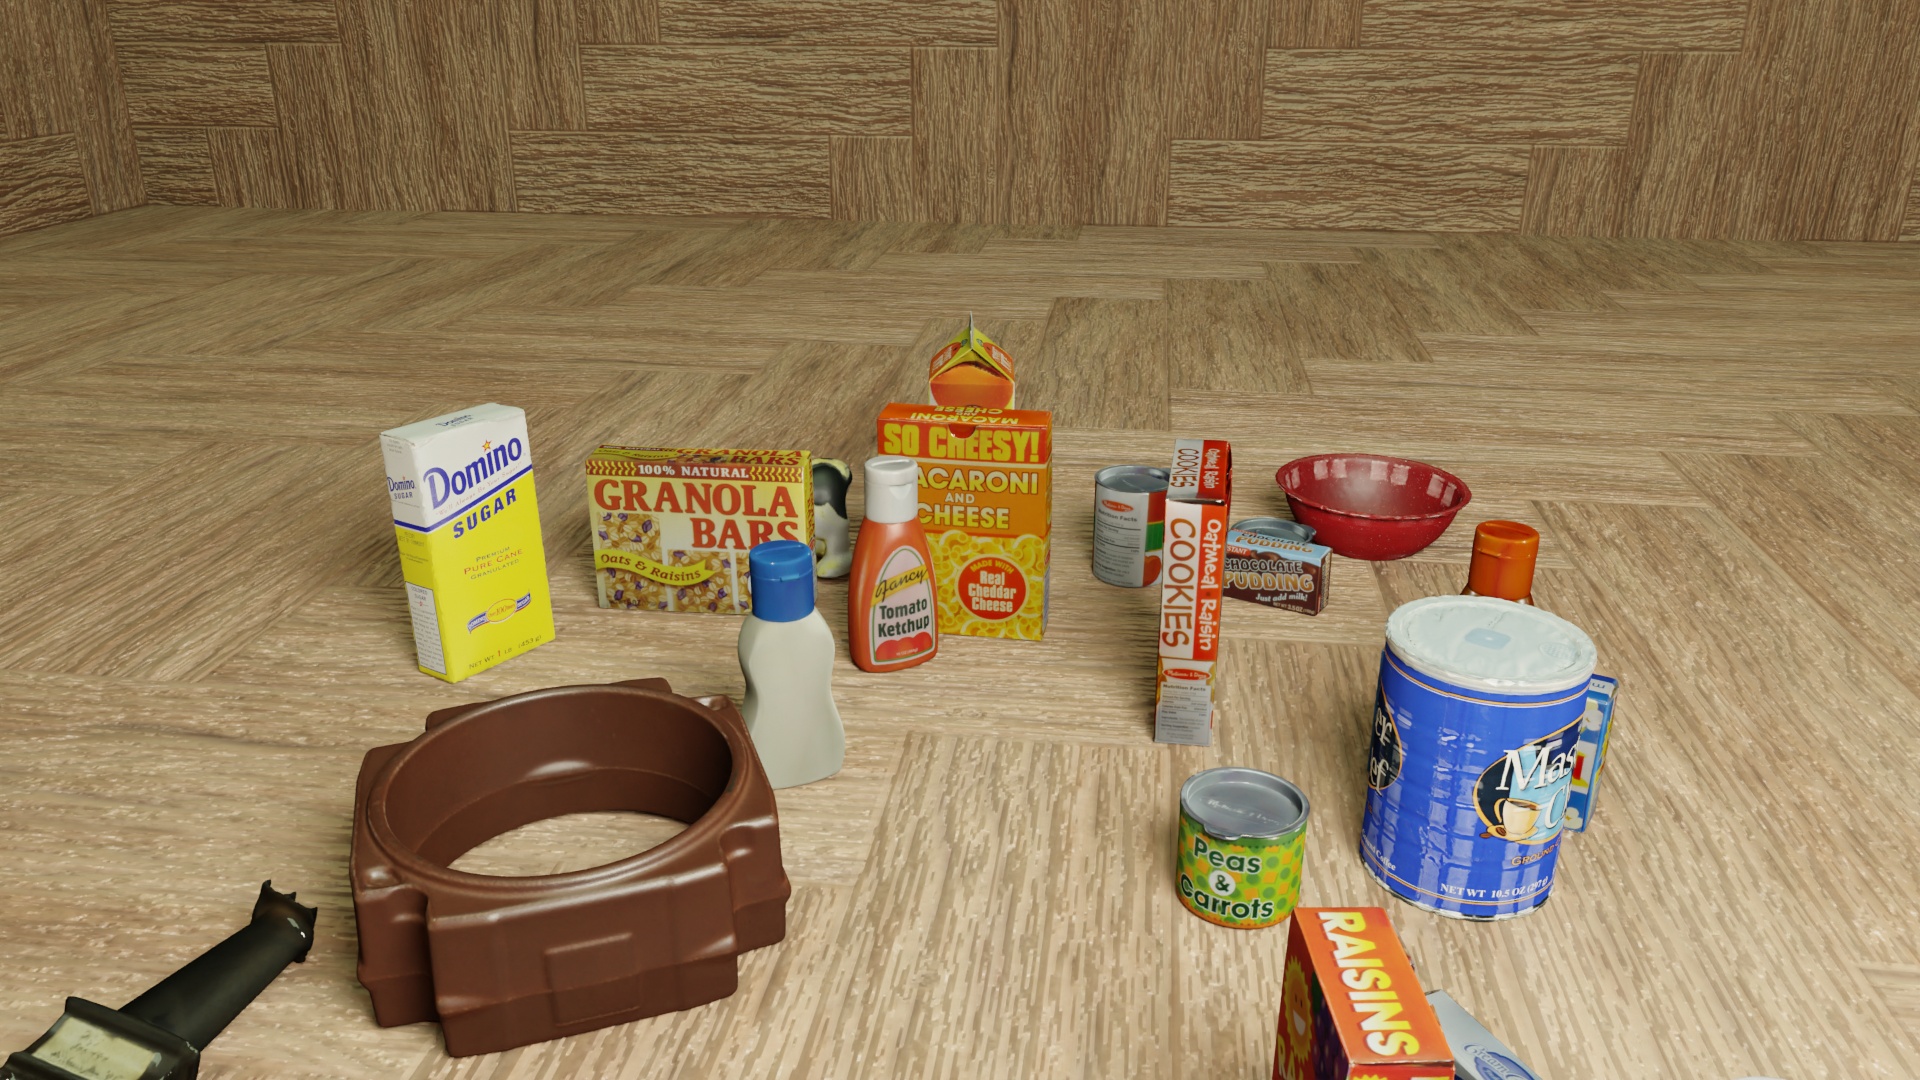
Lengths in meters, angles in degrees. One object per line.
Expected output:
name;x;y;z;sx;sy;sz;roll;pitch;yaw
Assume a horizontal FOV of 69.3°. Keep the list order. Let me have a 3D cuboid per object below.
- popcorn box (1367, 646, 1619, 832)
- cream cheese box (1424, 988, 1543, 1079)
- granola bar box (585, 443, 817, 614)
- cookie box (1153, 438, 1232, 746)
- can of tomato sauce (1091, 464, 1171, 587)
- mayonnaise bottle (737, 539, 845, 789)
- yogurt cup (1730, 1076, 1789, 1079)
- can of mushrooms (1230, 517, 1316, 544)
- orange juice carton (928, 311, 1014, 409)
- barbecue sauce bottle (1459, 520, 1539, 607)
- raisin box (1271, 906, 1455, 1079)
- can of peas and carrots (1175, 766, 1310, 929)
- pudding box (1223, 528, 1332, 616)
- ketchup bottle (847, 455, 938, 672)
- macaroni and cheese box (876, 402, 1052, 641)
popcorn box;0.311;0.110;0.817;0.127;0.085;0.038;13;25;30
cream cheese box;0.215;0.233;0.554;0.024;0.053;0.104;-9;24;-22
granola bar box;-0.194;-0.008;1.057;0.165;0.123;0.039;2;22;6
cookie box;0.152;0.030;0.906;0.040;0.166;0.123;4;22;10
can of tomato sauce;0.141;-0.013;1.124;0.071;0.082;0.071;0;22;0
mayonnaise bottle;-0.103;0.074;0.823;0.065;0.147;0.041;-9;23;-21
yogurt cup;0.312;0.246;0.523;0.072;0.053;0.073;0;22;0
can of mushrooms;0.256;0.008;1.139;0.071;0.033;0.071;0;22;0
orange juice carton;0.009;-0.092;1.175;0.073;0.191;0.072;0;22;1
barbecue sauce bottle;0.325;0.062;0.851;0.044;0.148;0.065;-19;28;-39
raisin box;0.145;0.211;0.515;0.040;0.123;0.086;0;22;0
can of peas and carrots;0.146;0.161;0.726;0.071;0.058;0.071;0;22;0
pudding box;0.243;0.024;1.078;0.084;0.049;0.030;13;25;29
ketchup bottle;-0.048;0.016;0.966;0.065;0.148;0.043;-11;24;-25
macaroni and cheese box;0.004;-0.013;1.013;0.124;0.165;0.040;4;22;9
